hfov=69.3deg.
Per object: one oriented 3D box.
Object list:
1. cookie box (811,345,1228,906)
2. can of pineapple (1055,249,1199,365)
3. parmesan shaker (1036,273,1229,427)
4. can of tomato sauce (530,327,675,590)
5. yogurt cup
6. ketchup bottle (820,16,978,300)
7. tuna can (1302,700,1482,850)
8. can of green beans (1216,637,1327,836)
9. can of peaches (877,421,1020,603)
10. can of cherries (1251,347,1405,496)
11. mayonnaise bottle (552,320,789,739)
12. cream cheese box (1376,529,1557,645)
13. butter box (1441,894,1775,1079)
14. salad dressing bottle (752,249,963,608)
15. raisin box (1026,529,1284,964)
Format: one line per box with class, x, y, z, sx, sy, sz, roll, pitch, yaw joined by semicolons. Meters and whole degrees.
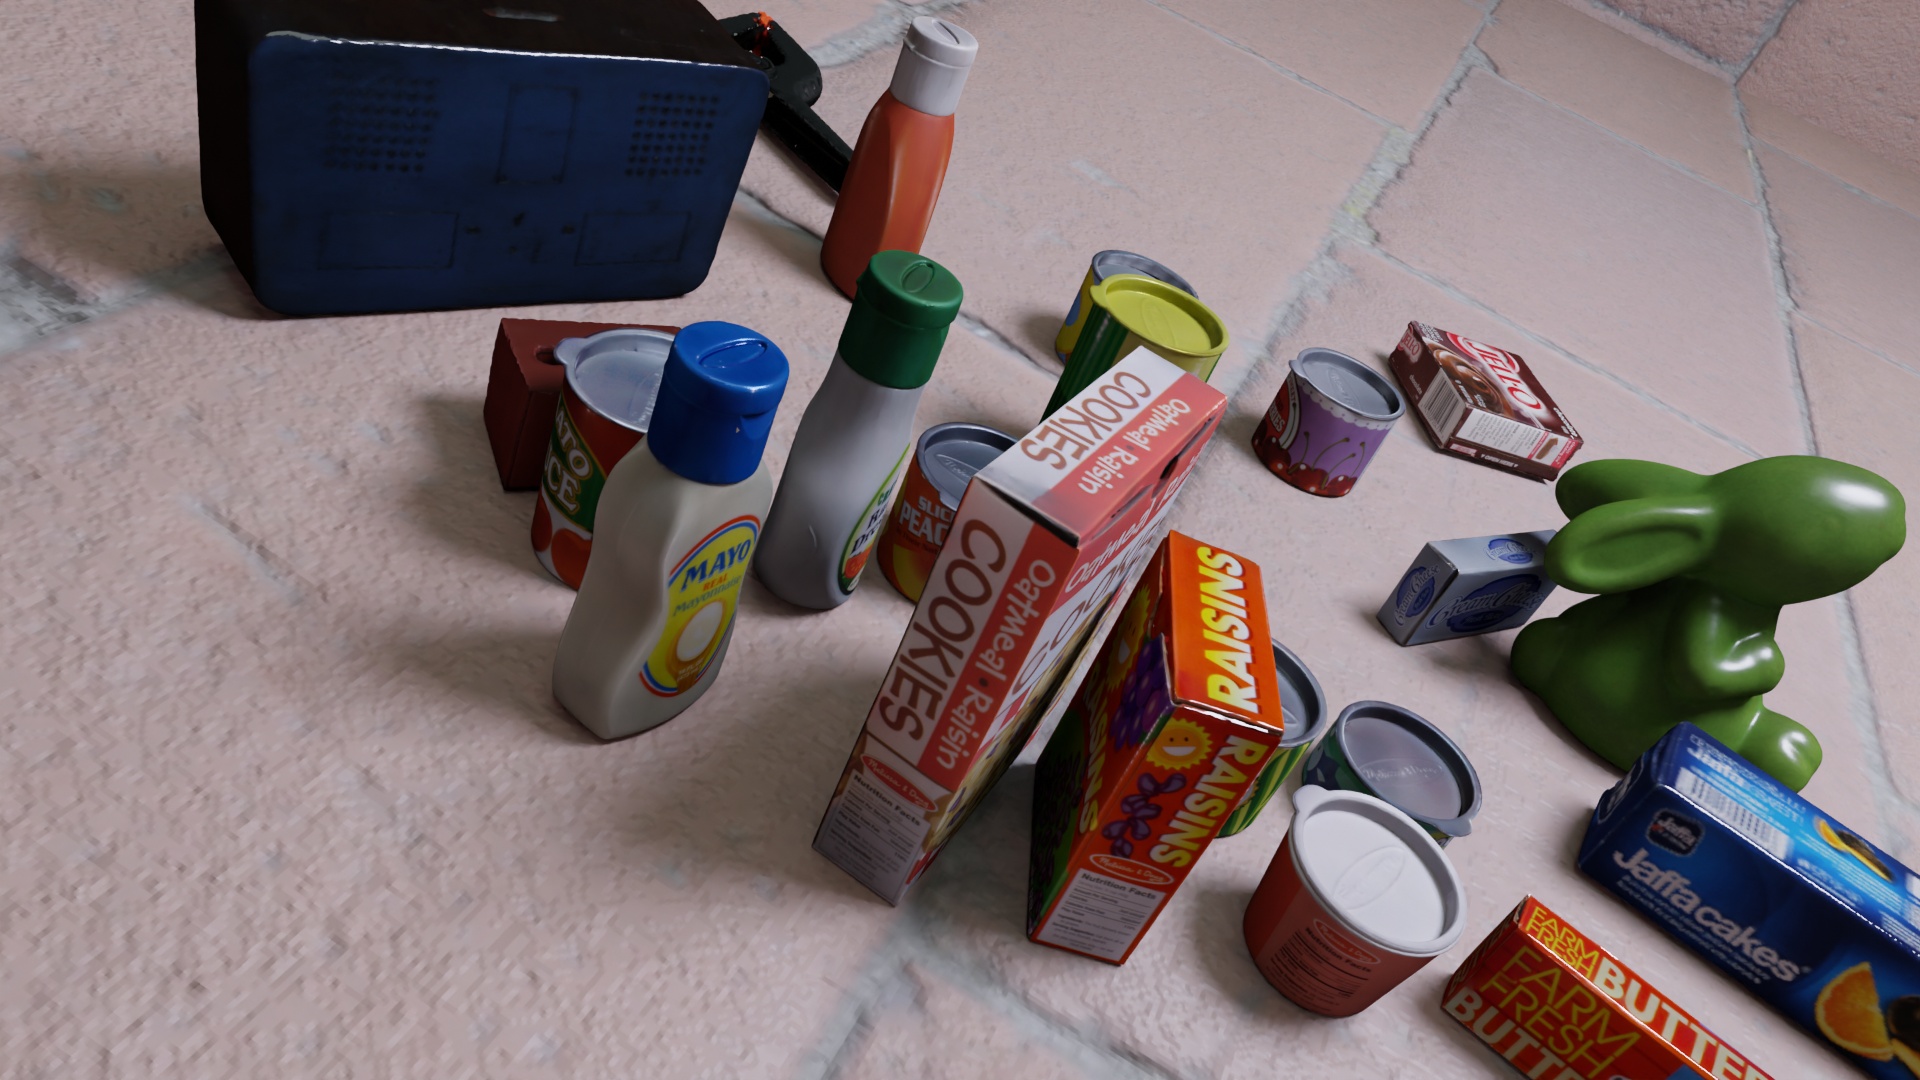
cookie box;0.020;0.028;0.468;0.040;0.166;0.123;33;37;12
can of pineapple;0.095;-0.123;0.793;0.071;0.057;0.071;16;37;-12
parmesan shaker;0.076;-0.069;0.676;0.071;0.102;0.072;16;37;-12
can of tomato sauce;-0.125;-0.028;0.527;0.071;0.082;0.071;16;37;-12
yogurt cup;0.138;0.133;0.499;0.072;0.053;0.073;16;37;-12
ketchup bottle;-0.033;-0.202;0.744;0.043;0.148;0.065;-2;43;-32
tuna can;0.180;0.103;0.577;0.071;0.032;0.071;16;37;-12
can of green beans;0.101;0.074;0.548;0.071;0.057;0.071;16;37;-12
can of peaches;0.002;-0.007;0.595;0.071;0.057;0.071;16;37;-12
can of cherries;0.205;-0.068;0.785;0.071;0.058;0.072;16;37;-12
mayonnaise bottle;-0.093;-0.001;0.457;0.041;0.147;0.065;38;38;18
cream cheese box;0.265;0.023;0.709;0.104;0.053;0.024;-4;45;-34
butter box;0.229;0.179;0.492;0.103;0.052;0.024;38;38;19
salad dressing bottle;-0.040;-0.040;0.535;0.044;0.146;0.064;25;36;1
raisin box;0.062;0.071;0.474;0.040;0.122;0.086;19;36;-7
